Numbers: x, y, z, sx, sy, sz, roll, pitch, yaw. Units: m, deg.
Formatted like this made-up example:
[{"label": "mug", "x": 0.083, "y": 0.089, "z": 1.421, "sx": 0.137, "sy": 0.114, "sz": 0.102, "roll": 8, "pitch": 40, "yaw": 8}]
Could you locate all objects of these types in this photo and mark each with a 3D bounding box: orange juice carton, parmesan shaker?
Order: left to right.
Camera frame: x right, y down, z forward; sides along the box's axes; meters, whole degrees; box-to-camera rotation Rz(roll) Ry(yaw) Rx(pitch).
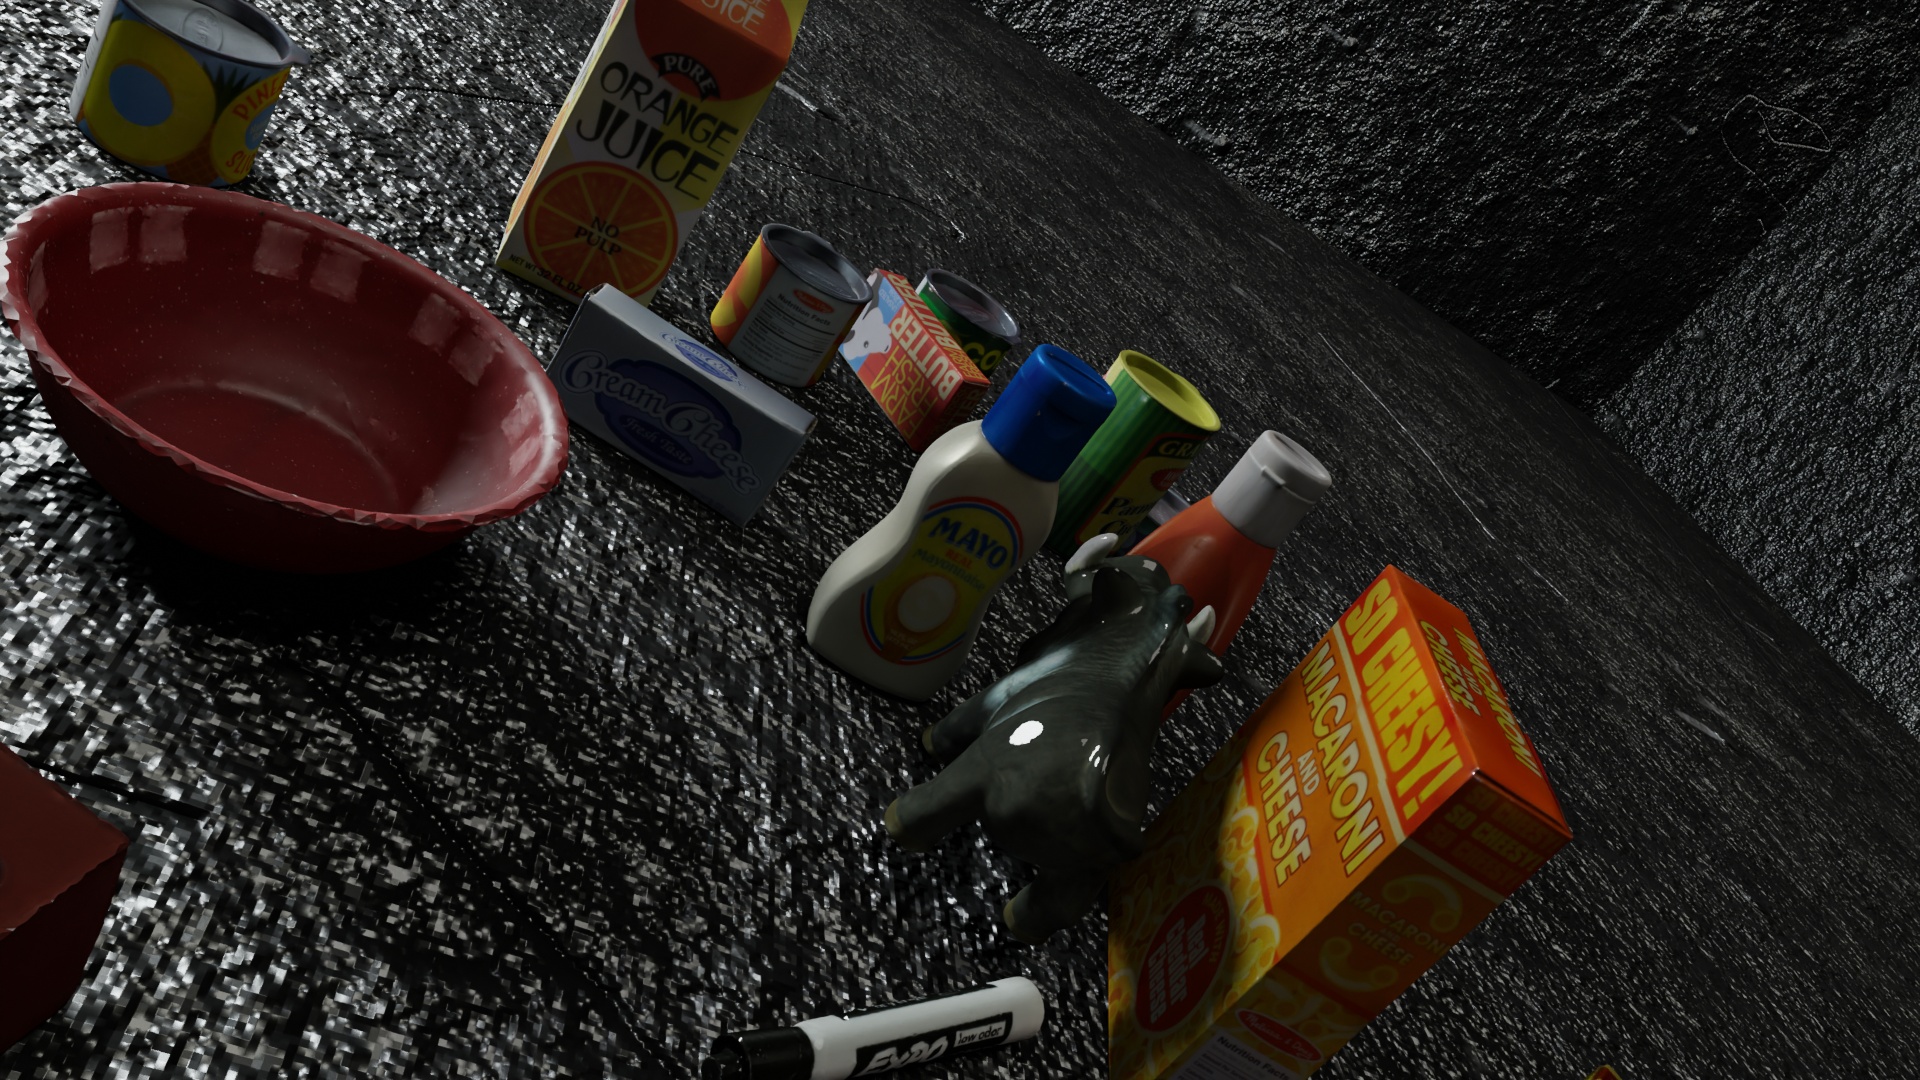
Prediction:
[{"label": "orange juice carton", "x": -0.137, "y": -0.201, "z": 0.638, "sx": 0.072, "sy": 0.192, "sz": 0.073, "roll": 25, "pitch": 27, "yaw": -25}, {"label": "parmesan shaker", "x": 0.085, "y": -0.043, "z": 0.758, "sx": 0.071, "sy": 0.102, "sz": 0.071, "roll": 30, "pitch": 25, "yaw": -15}]

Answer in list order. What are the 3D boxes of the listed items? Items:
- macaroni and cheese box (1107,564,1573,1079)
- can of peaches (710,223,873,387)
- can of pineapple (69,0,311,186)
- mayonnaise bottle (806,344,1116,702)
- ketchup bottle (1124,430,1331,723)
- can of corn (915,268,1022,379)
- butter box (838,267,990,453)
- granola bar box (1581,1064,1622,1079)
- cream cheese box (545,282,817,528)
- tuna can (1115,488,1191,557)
[{"label": "macaroni and cheese box", "x": 0.112, "y": 0.104, "z": 0.458, "sx": 0.040, "sy": 0.165, "sz": 0.124, "roll": 32, "pitch": 24, "yaw": -10}, {"label": "can of peaches", "x": -0.088, "y": -0.123, "z": 0.726, "sx": 0.071, "sy": 0.058, "sz": 0.071, "roll": 30, "pitch": 25, "yaw": -15}, {"label": "can of pineapple", "x": -0.302, "y": -0.180, "z": 0.544, "sx": 0.071, "sy": 0.057, "sz": 0.071, "roll": 30, "pitch": 25, "yaw": -15}, {"label": "mayonnaise bottle", "x": 0.002, "y": -0.007, "z": 0.530, "sx": 0.065, "sy": 0.147, "sz": 0.041, "roll": 29, "pitch": 25, "yaw": -17}, {"label": "ketchup bottle", "x": 0.103, "y": 0.018, "z": 0.619, "sx": 0.065, "sy": 0.148, "sz": 0.044, "roll": 44, "pitch": 25, "yaw": 16}, {"label": "can of corn", "x": -0.006, "y": -0.116, "z": 0.822, "sx": 0.071, "sy": 0.058, "sz": 0.071, "roll": 30, "pitch": 25, "yaw": -15}, {"label": "butter box", "x": -0.029, "y": -0.099, "z": 0.767, "sx": 0.024, "sy": 0.053, "sz": 0.104, "roll": 8, "pitch": 37, "yaw": -47}, {"label": "granola bar box", "x": 0.180, "y": 0.242, "z": 0.353, "sx": 0.039, "sy": 0.123, "sz": 0.166, "roll": 0, "pitch": 43, "yaw": -53}, {"label": "cream cheese box", "x": -0.117, "y": -0.055, "z": 0.572, "sx": 0.104, "sy": 0.053, "sz": 0.024, "roll": 33, "pitch": 24, "yaw": -9}, {"label": "tuna can", "x": 0.115, "y": -0.005, "z": 0.816, "sx": 0.071, "sy": 0.032, "sz": 0.071, "roll": 30, "pitch": 25, "yaw": -15}]
